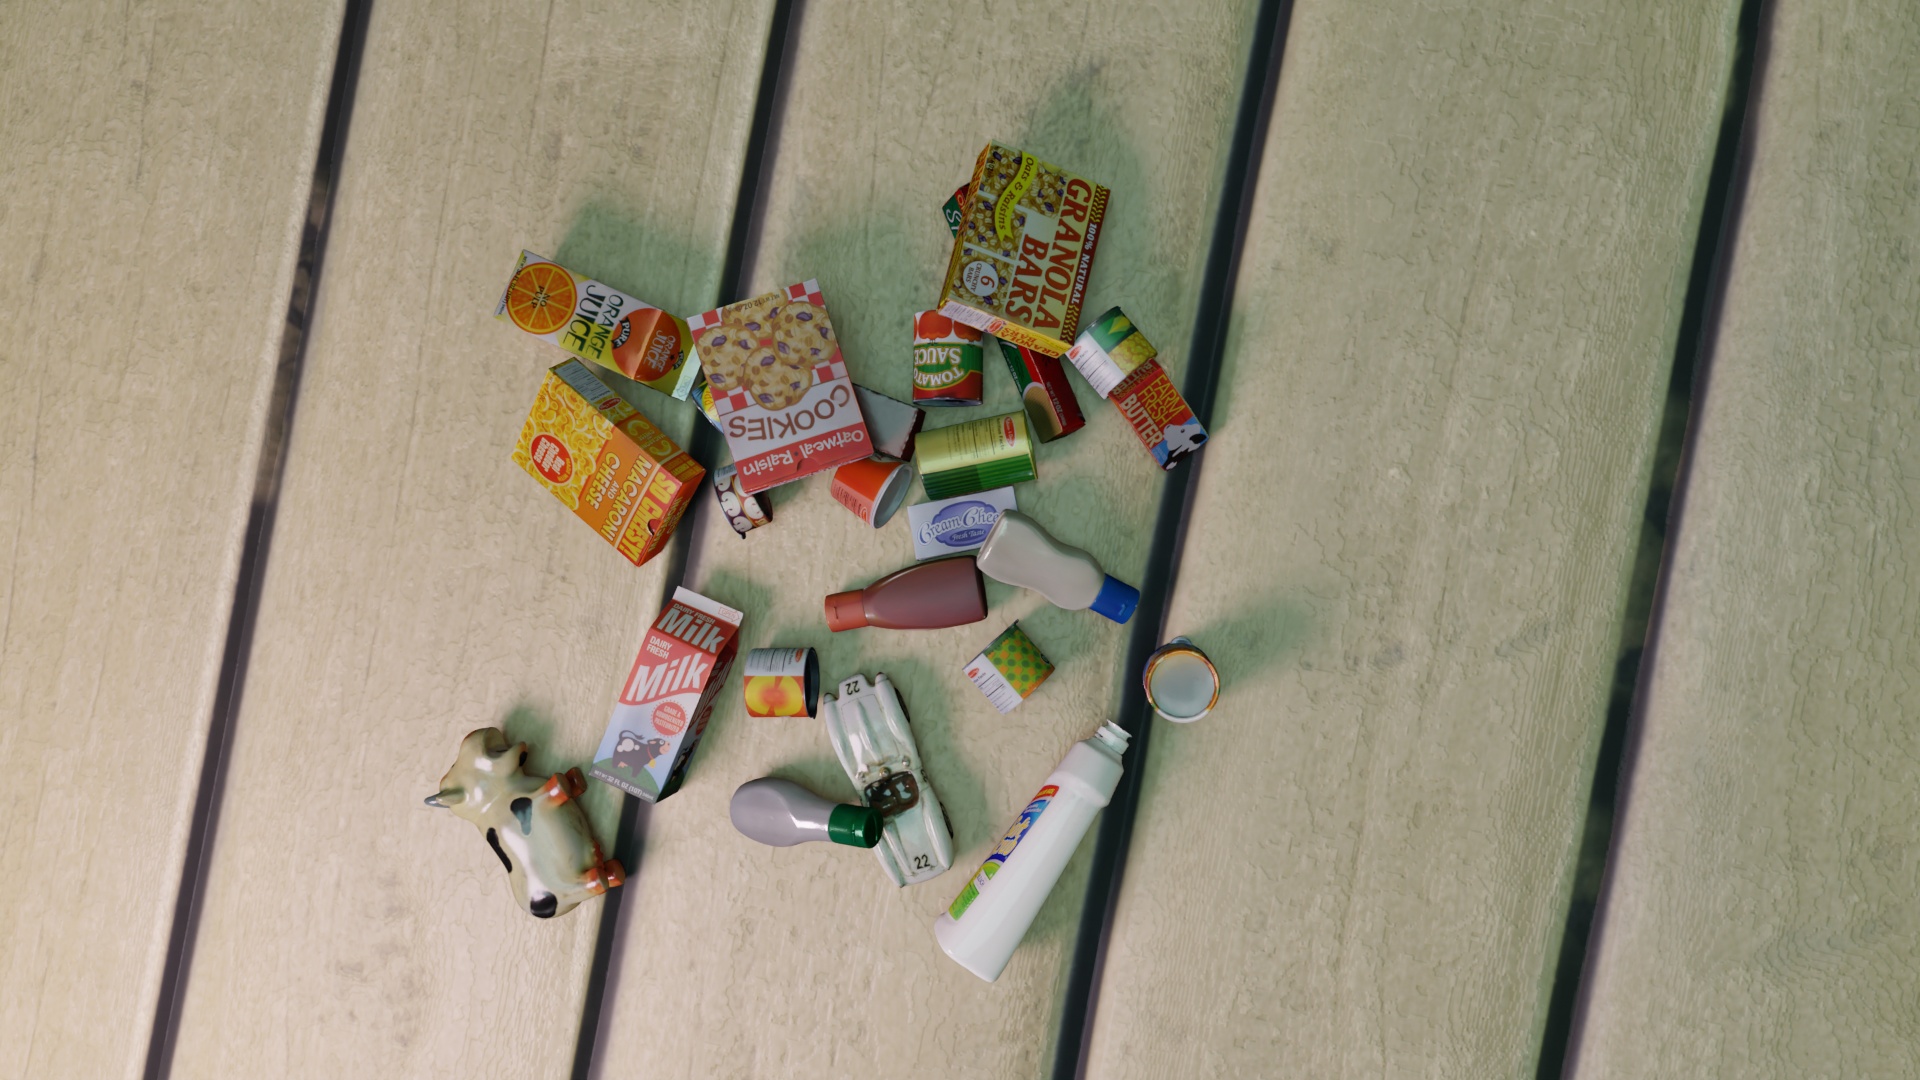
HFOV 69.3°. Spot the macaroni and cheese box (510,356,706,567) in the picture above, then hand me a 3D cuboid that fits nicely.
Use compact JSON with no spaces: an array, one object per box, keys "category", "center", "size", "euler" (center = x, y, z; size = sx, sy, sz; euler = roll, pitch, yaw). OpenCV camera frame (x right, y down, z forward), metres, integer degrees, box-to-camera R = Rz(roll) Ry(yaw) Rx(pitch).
[{"category":"macaroni and cheese box","center":[-0.333,-0.072,1.305],"size":[0.166,0.040,0.123],"euler":[40,127,5]}]

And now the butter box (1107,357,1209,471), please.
[{"category":"butter box","center":[0.180,-0.114,1.260],"size":[0.053,0.024,0.103],"euler":[-39,129,4]}]

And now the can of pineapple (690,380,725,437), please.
[{"category":"can of pineapple","center":[-0.211,-0.133,1.307],"size":[0.058,0.071,0.071],"euler":[-40,86,4]}]

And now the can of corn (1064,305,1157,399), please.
[{"category":"can of corn","center":[0.140,-0.173,1.275],"size":[0.071,0.071,0.058],"euler":[-40,86,4]}]

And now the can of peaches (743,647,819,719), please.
[{"category":"can of peaches","center":[-0.167,0.135,1.301],"size":[0.058,0.071,0.071],"euler":[-1,89,6]}]

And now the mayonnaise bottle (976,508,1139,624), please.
[{"category":"mayonnaise bottle","center":[0.092,0.029,1.275],"size":[0.148,0.041,0.064],"euler":[27,109,-7]}]

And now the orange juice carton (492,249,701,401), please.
[{"category":"orange juice carton","center":[-0.334,-0.201,1.319],"size":[0.193,0.073,0.072],"euler":[24,90,5]}]

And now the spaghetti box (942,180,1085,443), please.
[{"category":"spaghetti box","center":[0.048,-0.212,1.290],"size":[0.029,0.050,0.250],"euler":[-21,87,-24]}]

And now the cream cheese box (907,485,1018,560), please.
[{"category":"cream cheese box","center":[0.005,-0.016,1.306],"size":[0.104,0.024,0.053],"euler":[-11,87,5]}]

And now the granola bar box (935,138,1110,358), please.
[{"category":"granola bar box","center":[0.059,-0.264,1.255],"size":[0.124,0.039,0.166],"euler":[19,73,-16]}]

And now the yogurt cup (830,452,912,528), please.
[{"category":"yogurt cup","center":[-0.085,-0.052,1.297],"size":[0.054,0.072,0.072],"euler":[29,92,13]}]

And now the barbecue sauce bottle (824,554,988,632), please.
[{"category":"barbecue sauce bottle","center":[-0.052,0.056,1.301],"size":[0.148,0.043,0.065],"euler":[-10,89,6]}]

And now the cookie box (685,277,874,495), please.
[{"category":"cookie box","center":[-0.162,-0.138,1.254],"size":[0.123,0.040,0.167],"euler":[-18,86,-5]}]

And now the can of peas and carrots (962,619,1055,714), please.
[{"category":"can of peas and carrots","center":[0.046,0.117,1.280],"size":[0.071,0.071,0.059],"euler":[-42,86,4]}]

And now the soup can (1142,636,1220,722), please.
[{"category":"soup can","center":[0.199,0.125,1.254],"size":[0.071,0.084,0.071],"euler":[0,89,6]}]

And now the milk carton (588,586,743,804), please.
[{"category":"milk carton","center":[-0.271,0.143,1.307],"size":[0.072,0.073,0.190],"euler":[22,91,6]}]

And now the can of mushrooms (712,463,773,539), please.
[{"category":"can of mushrooms","center":[-0.204,-0.039,1.308],"size":[0.033,0.071,0.071],"euler":[-22,87,4]}]

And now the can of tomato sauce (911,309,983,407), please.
[{"category":"can of tomato sauce","center":[-0.012,-0.168,1.288],"size":[0.071,0.071,0.083],"euler":[1,89,6]}]

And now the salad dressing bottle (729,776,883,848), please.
[{"category":"salad dressing bottle","center":[-0.142,0.255,1.280],"size":[0.147,0.044,0.064],"euler":[4,107,29]}]

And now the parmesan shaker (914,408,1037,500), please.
[{"category":"parmesan shaker","center":[0.015,-0.081,1.287],"size":[0.103,0.071,0.071],"euler":[-11,88,6]}]
